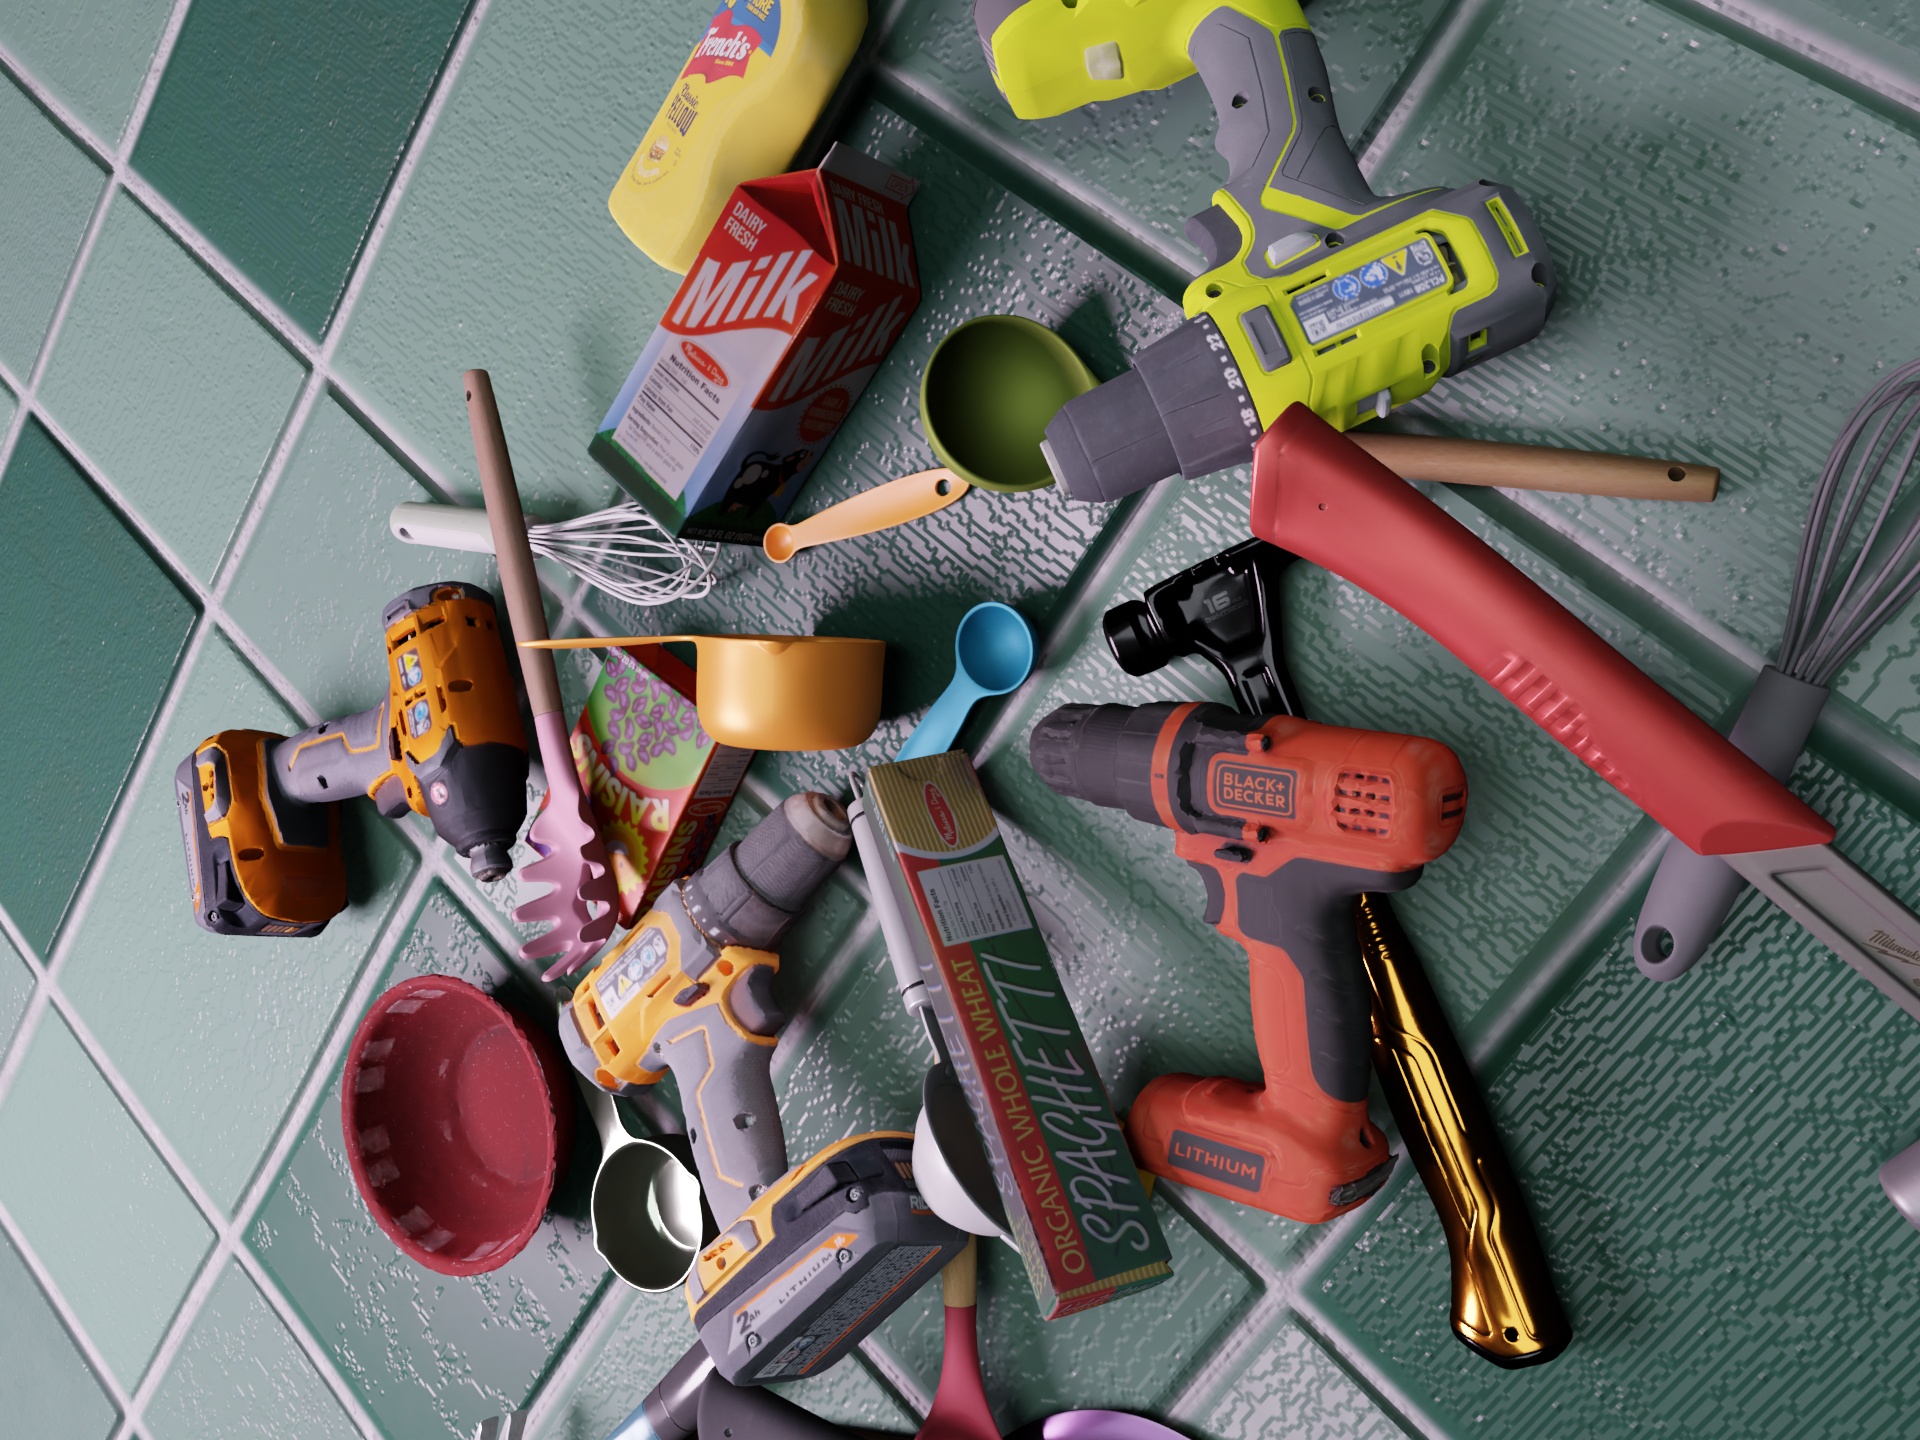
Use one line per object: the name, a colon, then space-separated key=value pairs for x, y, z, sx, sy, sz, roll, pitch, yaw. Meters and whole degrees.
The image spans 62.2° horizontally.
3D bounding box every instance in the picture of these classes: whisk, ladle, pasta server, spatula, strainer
whisk: x=0.294 y=-0.012 z=0.553 sx=0.055 sy=0.055 sz=0.239 roll=28 pitch=109 yaw=26
ladle: x=-0.002 y=0.240 z=0.728 sx=0.069 sy=0.031 sz=0.315 roll=-4 pitch=83 yaw=27
ladle: x=0.130 y=-0.115 z=0.638 sx=0.320 sy=0.062 sz=0.078 roll=11 pitch=80 yaw=26
pasta server: x=-0.220 y=-0.029 z=0.803 sx=0.060 sy=0.040 sz=0.316 roll=-20 pitch=81 yaw=41
whisk: x=-0.222 y=-0.096 z=0.847 sx=0.246 sy=0.057 sz=0.059 roll=10 pitch=62 yaw=33
spatula: x=-0.024 y=0.349 z=0.758 sx=0.316 sy=0.018 sz=0.060 roll=-8 pitch=90 yaw=29
strainer: x=-0.014 y=0.130 z=0.698 sx=0.050 sy=0.086 sz=0.259 roll=-32 pitch=57 yaw=19

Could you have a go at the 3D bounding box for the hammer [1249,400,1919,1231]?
hammer: x=0.247 y=0.010 z=0.533 sx=0.359 sy=0.037 sz=0.149 roll=41 pitch=113 yaw=6

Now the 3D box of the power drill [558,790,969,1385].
power drill: x=-0.084 y=0.159 z=0.738 sx=0.185 sy=0.084 sz=0.226 roll=-46 pitch=54 yaw=15

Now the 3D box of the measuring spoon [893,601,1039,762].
measuring spoon: x=-0.001 y=-0.002 z=0.741 sx=0.042 sy=0.021 sz=0.128 roll=46 pitch=121 yaw=21

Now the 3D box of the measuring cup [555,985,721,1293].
measuring cup: x=-0.169 y=0.212 z=0.830 sx=0.083 sy=0.038 sz=0.168 roll=-38 pitch=67 yaw=26

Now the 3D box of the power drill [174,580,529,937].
power drill: x=-0.331 y=0.043 z=0.884 sx=0.226 sy=0.084 sz=0.164 roll=-28 pitch=68 yaw=25

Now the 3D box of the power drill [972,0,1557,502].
power drill: x=0.092 y=-0.206 z=0.615 sx=0.190 sy=0.080 sz=0.229 roll=-24 pitch=76 yaw=7

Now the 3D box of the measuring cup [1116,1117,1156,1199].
measuring cup: x=0.092 y=0.183 z=0.680 sx=0.156 sy=0.029 sz=0.062 roll=-28 pitch=78 yaw=28

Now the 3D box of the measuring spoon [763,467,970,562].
measuring spoon: x=-0.045 y=-0.099 z=0.766 sx=0.117 sy=0.011 sz=0.021 roll=-15 pitch=86 yaw=26

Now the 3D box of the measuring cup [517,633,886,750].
measuring cup: x=-0.121 y=-0.014 z=0.744 sx=0.173 sy=0.095 sz=0.052 roll=0 pitch=95 yaw=3

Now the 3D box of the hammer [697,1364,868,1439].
hammer: x=0.034 y=0.351 z=0.667 sx=0.335 sy=0.035 sz=0.146 roll=17 pitch=91 yaw=21

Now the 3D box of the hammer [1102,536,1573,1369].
hammer: x=0.169 y=0.085 z=0.632 sx=0.127 sy=0.034 sz=0.337 roll=-25 pitch=79 yaw=29

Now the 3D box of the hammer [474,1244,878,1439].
hammer: x=-0.140 y=0.344 z=0.797 sx=0.331 sy=0.033 sz=0.128 roll=-46 pitch=61 yaw=16
